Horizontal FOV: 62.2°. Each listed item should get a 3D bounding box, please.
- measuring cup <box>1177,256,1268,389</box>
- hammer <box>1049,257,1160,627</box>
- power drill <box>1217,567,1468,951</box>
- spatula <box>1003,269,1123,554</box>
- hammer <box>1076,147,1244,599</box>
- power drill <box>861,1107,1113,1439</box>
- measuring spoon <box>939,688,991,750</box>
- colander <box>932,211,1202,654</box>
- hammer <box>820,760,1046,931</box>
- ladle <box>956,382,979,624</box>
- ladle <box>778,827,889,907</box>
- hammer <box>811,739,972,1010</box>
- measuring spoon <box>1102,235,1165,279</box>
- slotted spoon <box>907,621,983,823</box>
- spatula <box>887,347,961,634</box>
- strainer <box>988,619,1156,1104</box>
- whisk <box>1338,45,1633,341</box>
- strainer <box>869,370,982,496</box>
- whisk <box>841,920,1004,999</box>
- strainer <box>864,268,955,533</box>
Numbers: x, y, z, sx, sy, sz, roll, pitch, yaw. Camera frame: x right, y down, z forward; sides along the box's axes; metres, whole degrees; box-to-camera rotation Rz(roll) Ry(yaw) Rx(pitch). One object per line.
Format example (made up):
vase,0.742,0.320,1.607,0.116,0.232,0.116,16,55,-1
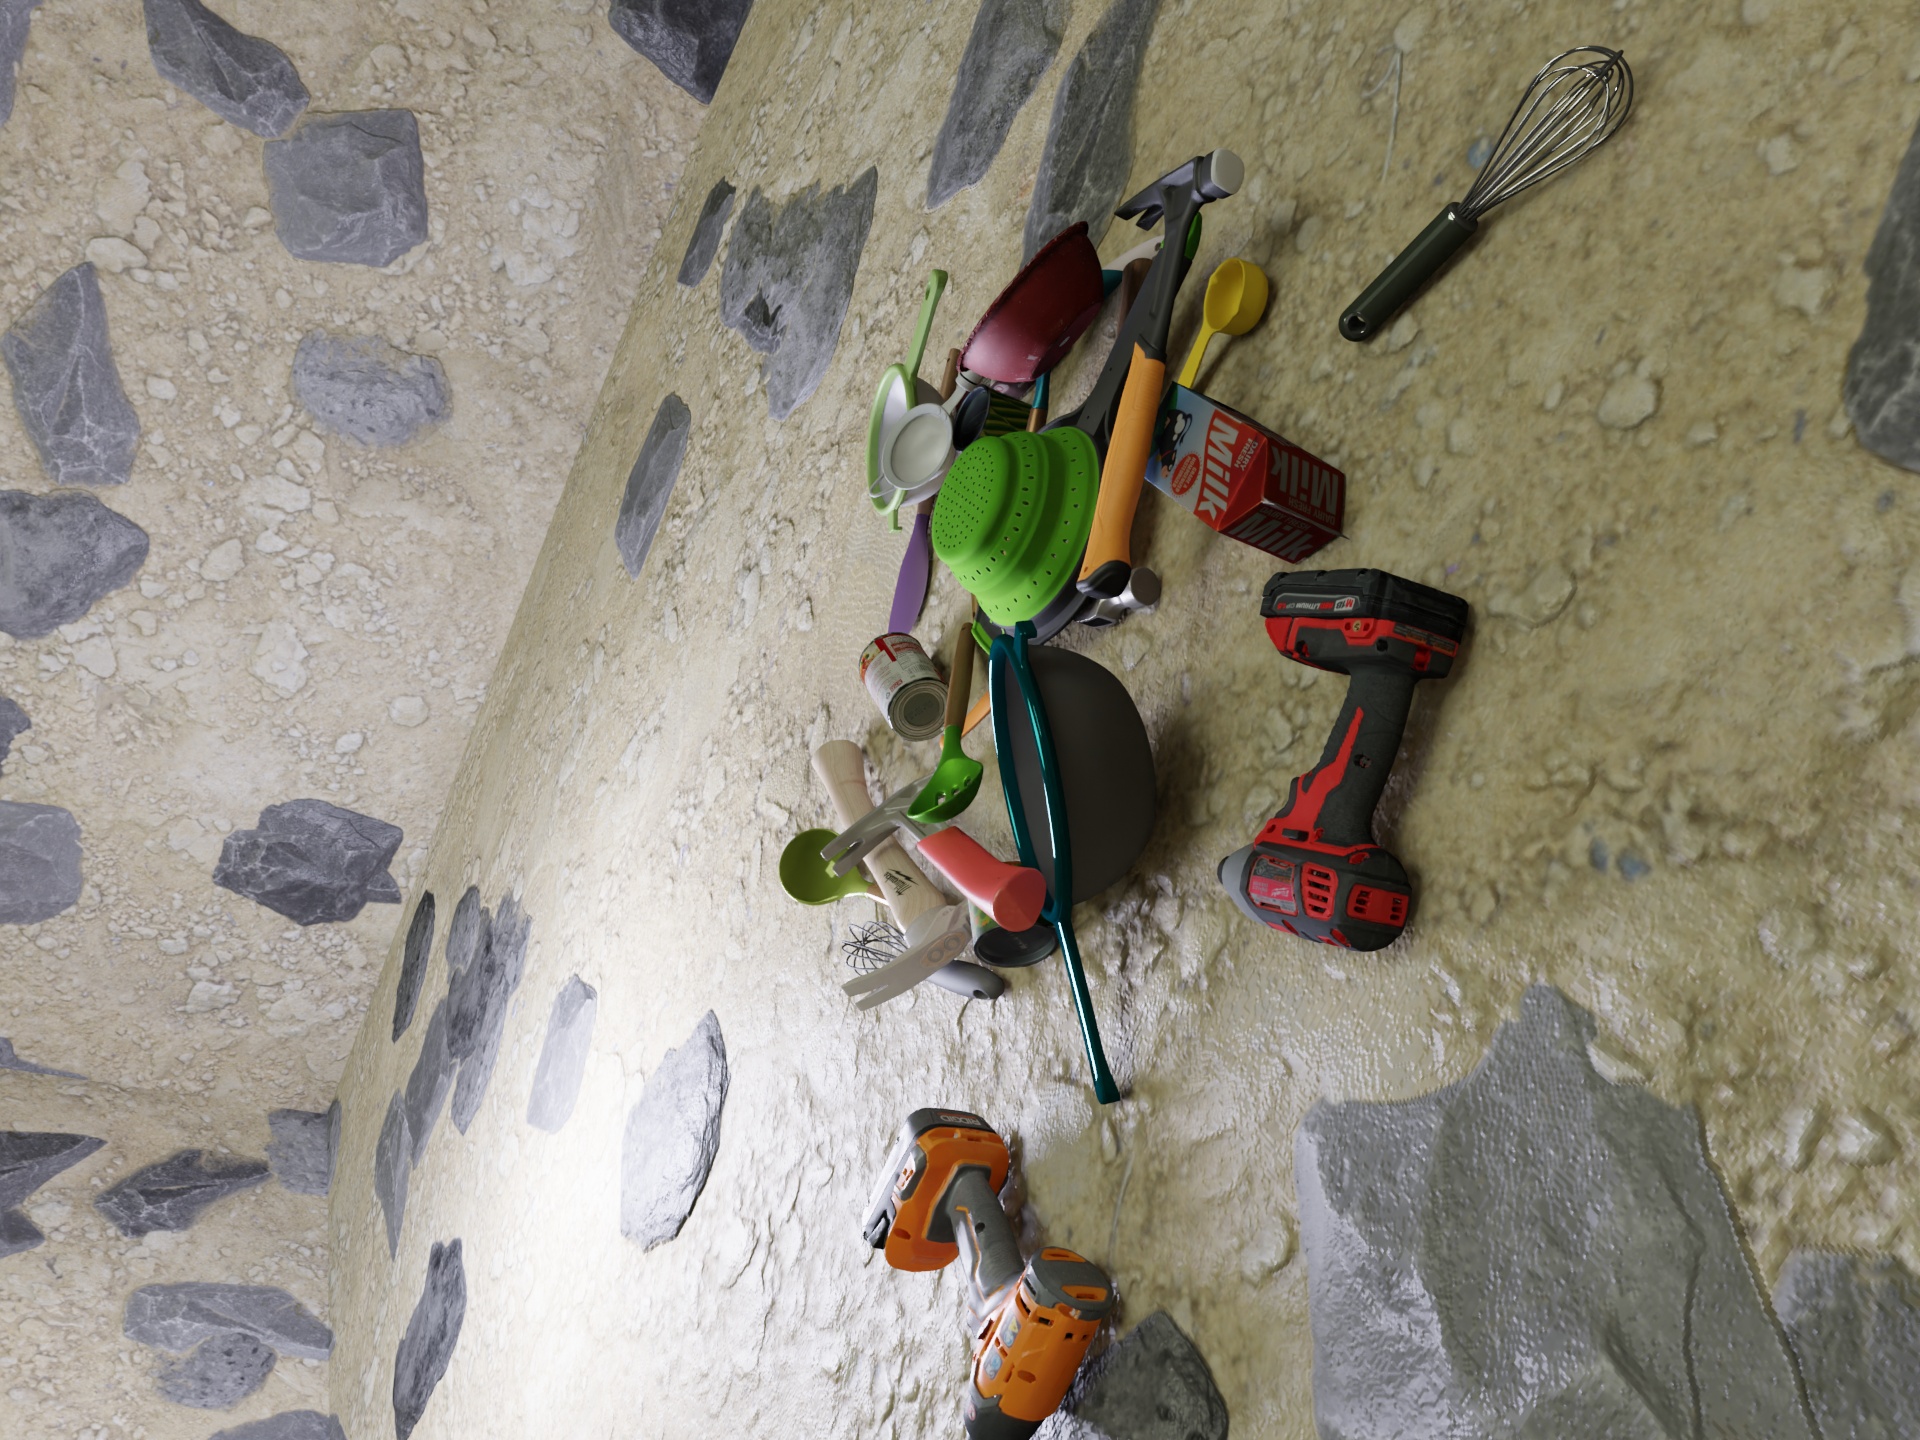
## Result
measuring cup,0.198,-0.287,1.251,0.062,0.029,0.156,-109,32,-48
hammer,0.131,-0.234,1.327,0.130,0.031,0.331,-19,58,57
power drill,0.223,0.023,0.970,0.143,0.078,0.220,6,83,62
spatula,0.076,-0.252,1.431,0.082,0.044,0.317,25,104,59
hammer,0.131,-0.251,1.179,0.127,0.034,0.337,-6,68,61
power drill,0.010,0.404,1.138,0.227,0.084,0.164,44,115,55
measuring spoon,0.012,-0.008,1.435,0.117,0.011,0.021,-47,37,39
colander,0.075,-0.241,1.296,0.397,0.094,0.205,-65,29,13
hammer,-0.015,0.107,1.250,0.149,0.036,0.359,-37,16,-6
ladle,0.016,-0.223,1.537,0.069,0.031,0.316,-44,41,52
ladle,-0.077,0.156,1.461,0.320,0.062,0.078,9,65,59
hammer,-0.085,0.118,1.461,0.146,0.038,0.411,-34,28,-3
measuring spoon,0.146,-0.401,1.417,0.124,0.018,0.034,-15,67,51
slotted spoon,-0.002,-0.004,1.355,0.070,0.031,0.314,-28,26,20
spatula,-0.032,-0.236,1.639,0.060,0.018,0.316,-5,71,55
strainer,0.101,0.096,1.139,0.211,0.095,0.340,114,144,-78
whisk,0.327,-0.328,1.016,0.246,0.058,0.059,-45,4,46
strainer,0.003,-0.303,1.463,0.258,0.050,0.087,-53,48,22
whisk,-0.034,0.208,1.363,0.239,0.055,0.055,3,77,57
strainer,-0.030,-0.319,1.563,0.152,0.069,0.256,-110,30,-47
